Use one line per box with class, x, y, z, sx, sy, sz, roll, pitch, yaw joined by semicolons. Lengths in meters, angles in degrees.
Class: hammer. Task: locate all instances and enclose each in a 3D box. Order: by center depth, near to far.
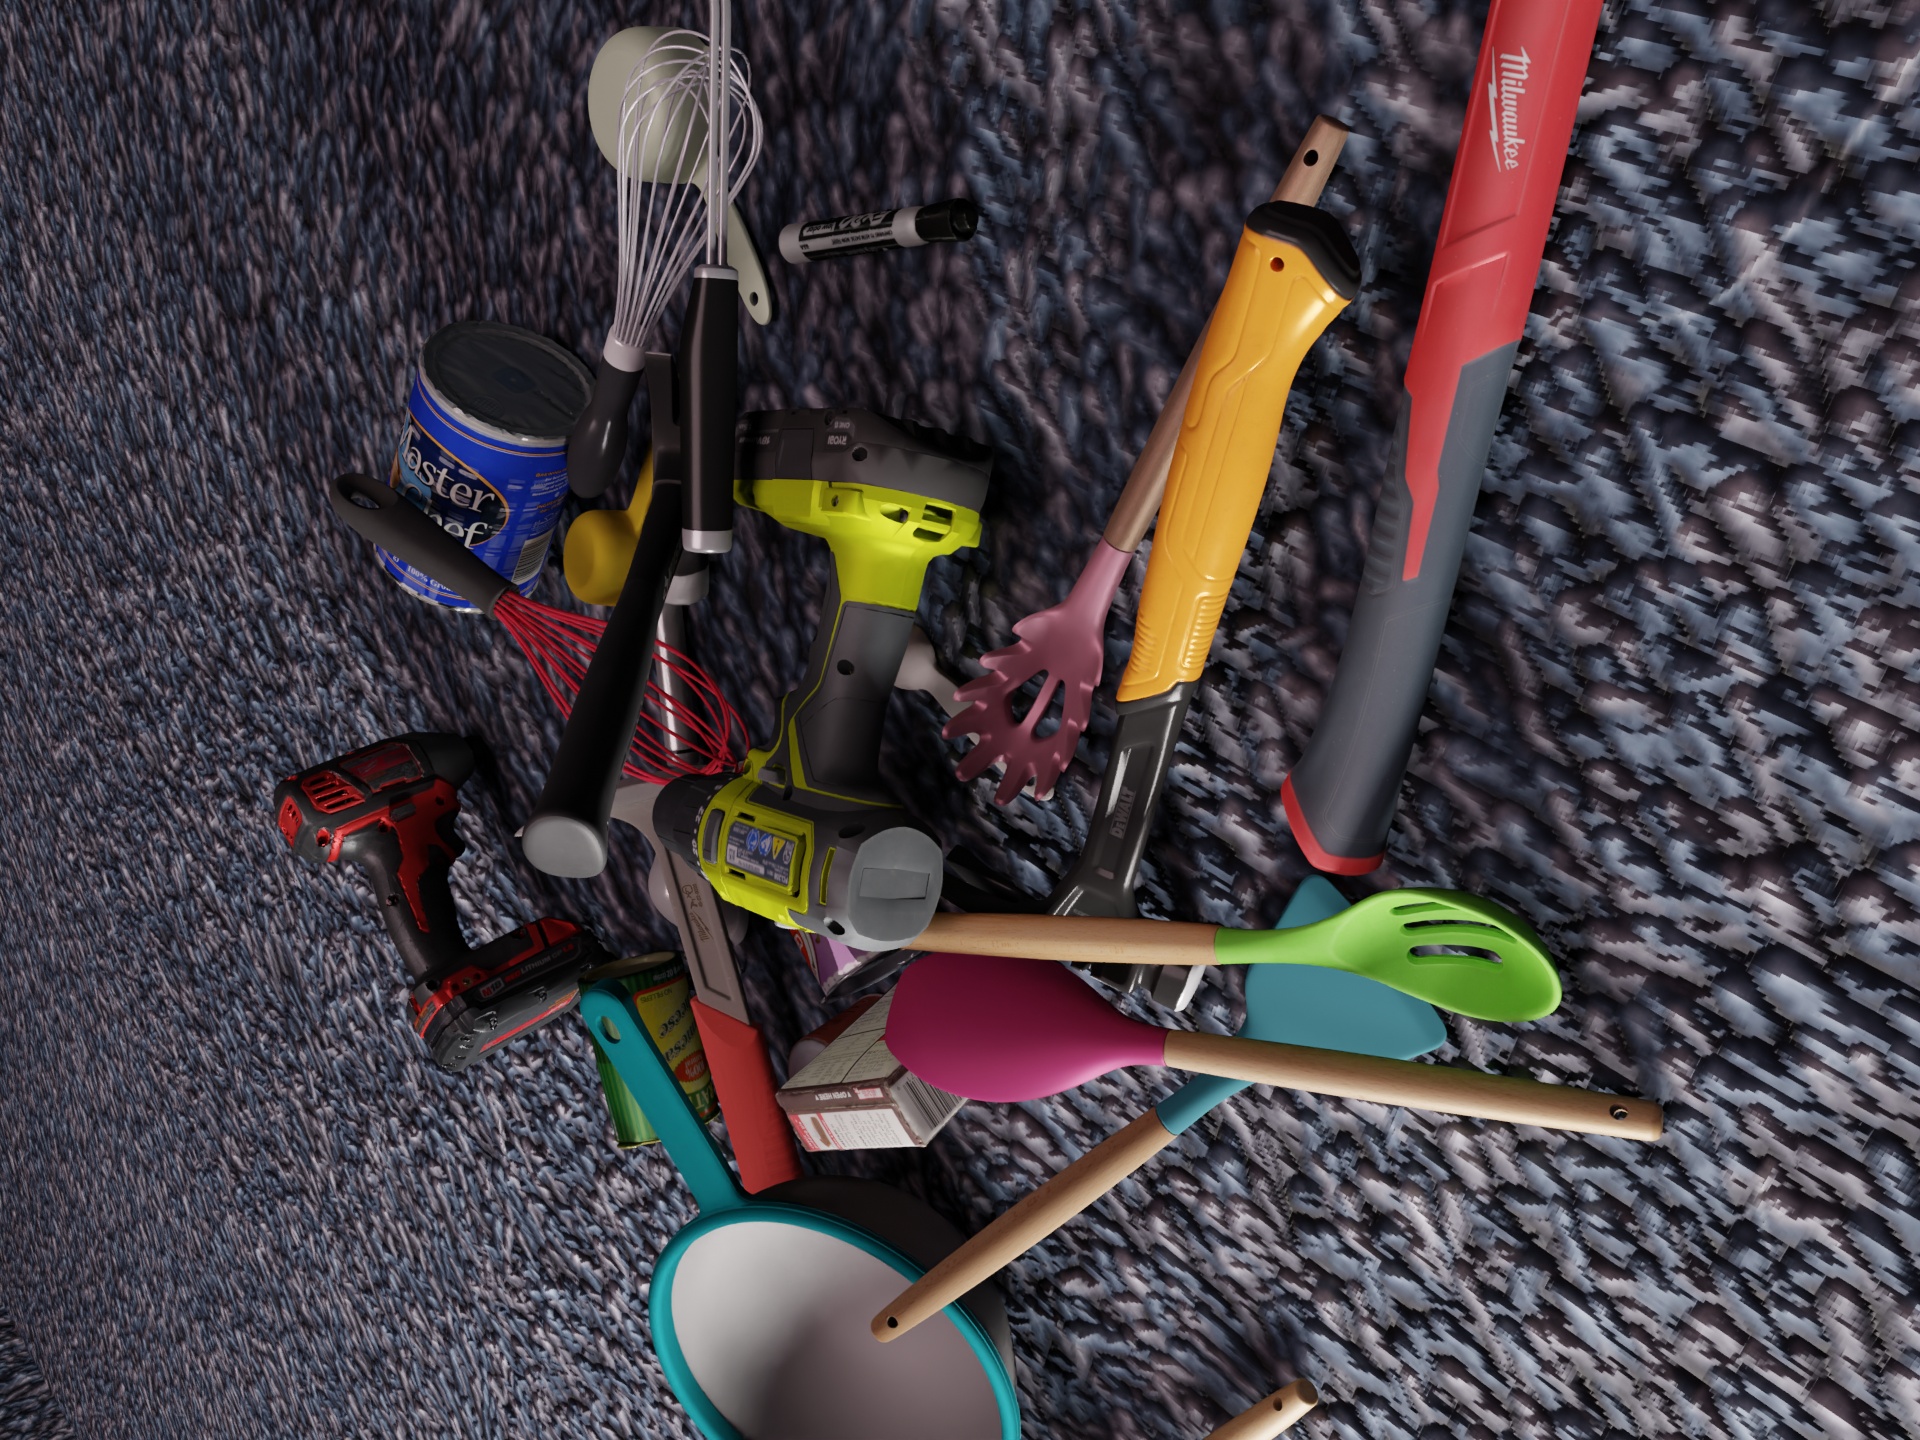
hammer;0.182;-0.117;0.532;0.143;0.038;0.386;25;119;36
hammer;0.075;-0.035;0.619;0.127;0.034;0.336;24;126;15
hammer;-0.148;-0.048;0.723;0.335;0.035;0.146;-90;7;-56
hammer;-0.133;0.203;0.907;0.149;0.037;0.359;-13;100;7

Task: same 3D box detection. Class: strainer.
strainer;-0.084;0.264;0.839;0.211;0.095;0.340;-24;100;31
strainer;-0.163;0.029;0.922;0.087;0.050;0.258;4;102;49

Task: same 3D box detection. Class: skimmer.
skimmer;-0.077;-0.248;0.663;0.090;0.127;0.363;10;104;26

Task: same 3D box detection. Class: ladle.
ladle;0.069;0.400;0.792;0.320;0.062;0.078;-55;37;36

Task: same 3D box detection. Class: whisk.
whisk;-0.159;-0.212;0.799;0.070;0.070;0.284;53;139;20
whisk;-0.234;-0.054;0.863;0.296;0.073;0.073;34;126;14

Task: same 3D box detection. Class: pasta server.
pasta server;0.073;-0.093;0.648;0.060;0.040;0.316;34;125;12

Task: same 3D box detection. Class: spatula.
spatula;0.067;0.190;0.695;0.317;0.044;0.082;-42;74;19

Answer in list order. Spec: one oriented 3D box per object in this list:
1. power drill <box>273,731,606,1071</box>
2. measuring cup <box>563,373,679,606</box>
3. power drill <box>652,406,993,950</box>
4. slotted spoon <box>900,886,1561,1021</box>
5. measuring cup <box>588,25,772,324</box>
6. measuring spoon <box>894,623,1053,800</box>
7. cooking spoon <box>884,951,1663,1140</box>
power drill;-0.339;0.106;1.057;0.220;0.143;0.078;53;137;11
measuring cup;-0.191;-0.131;0.901;0.062;0.029;0.156;56;132;34
power drill;-0.072;-0.022;0.735;0.191;0.080;0.228;12;92;51
slotted spoon;0.081;0.089;0.648;0.314;0.031;0.070;-2;132;31
measuring cup;-0.141;-0.273;0.805;0.083;0.038;0.168;-33;77;45
measuring spoon;-0.001;-0.002;0.763;0.124;0.018;0.034;44;129;26
cooking spoon;0.108;0.134;0.638;0.319;0.017;0.069;3;66;28
